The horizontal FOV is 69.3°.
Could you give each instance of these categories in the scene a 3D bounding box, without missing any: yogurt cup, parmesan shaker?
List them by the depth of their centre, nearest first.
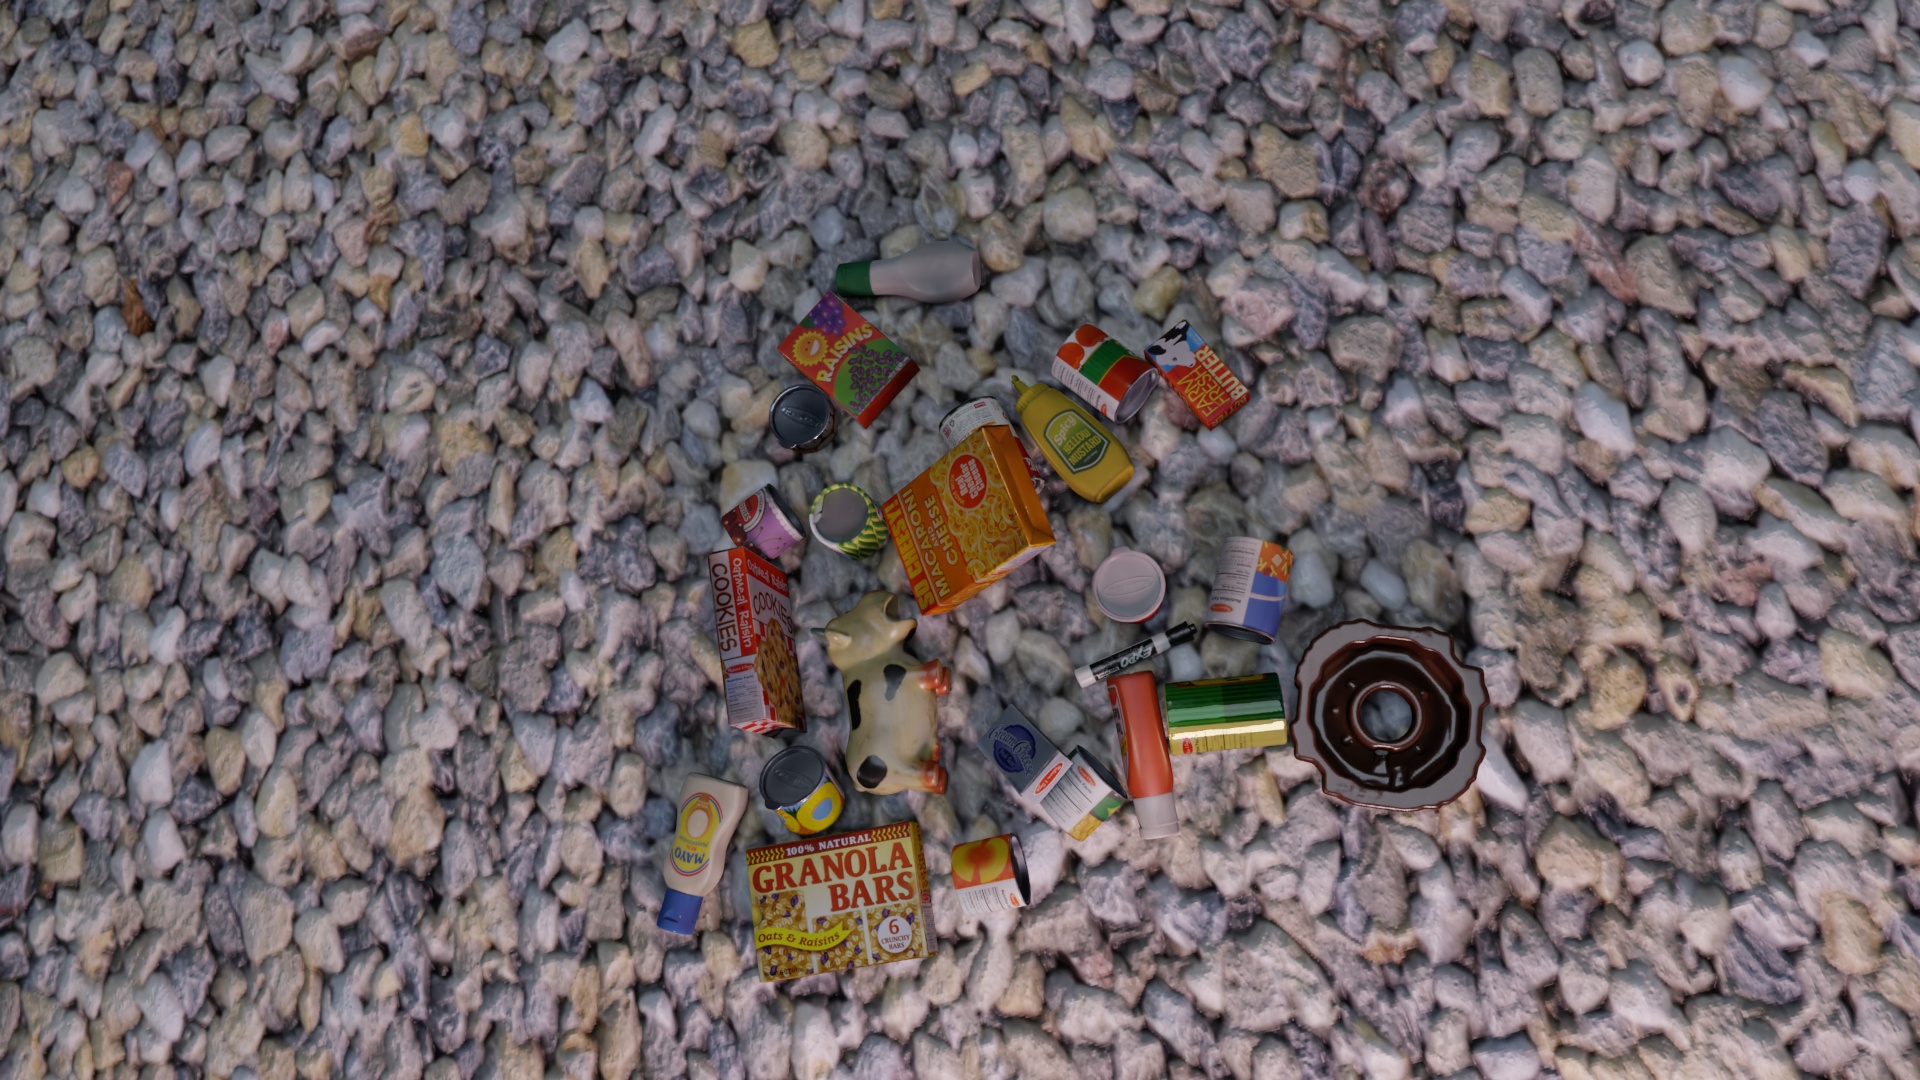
[{"bbox_3d":[0.238,0.157,1.252,0.103,0.071,0.071,-7,75,8],"label":"parmesan shaker"},{"bbox_3d":[0.160,0.047,1.304,0.072,0.054,0.072,-3,75,13],"label":"yogurt cup"}]

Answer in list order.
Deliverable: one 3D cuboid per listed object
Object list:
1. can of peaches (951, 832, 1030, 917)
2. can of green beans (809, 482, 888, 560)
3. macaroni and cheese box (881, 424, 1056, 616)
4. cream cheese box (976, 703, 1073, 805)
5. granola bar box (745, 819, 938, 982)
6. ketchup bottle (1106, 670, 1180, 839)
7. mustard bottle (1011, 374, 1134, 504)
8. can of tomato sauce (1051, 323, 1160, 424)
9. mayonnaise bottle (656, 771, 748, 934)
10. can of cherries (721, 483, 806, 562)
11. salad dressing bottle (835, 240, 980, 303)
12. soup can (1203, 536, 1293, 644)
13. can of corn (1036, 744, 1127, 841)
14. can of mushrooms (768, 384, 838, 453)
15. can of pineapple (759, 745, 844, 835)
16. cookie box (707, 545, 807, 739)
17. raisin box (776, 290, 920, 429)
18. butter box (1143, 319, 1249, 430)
[{"bbox_3d":[0.028,0.303,1.264,0.058,0.071,0.071,-15,73,10],"label":"can of peaches"},{"bbox_3d":[-0.111,-0.019,1.382,0.071,0.057,0.071,-3,75,12],"label":"can of green beans"},{"bbox_3d":[0.005,-0.017,1.316,0.165,0.040,0.124,-35,69,43],"label":"macaroni and cheese box"},{"bbox_3d":[0.057,0.195,1.274,0.053,0.024,0.104,-49,30,-1],"label":"cream cheese box"},{"bbox_3d":[-0.113,0.338,1.300,0.165,0.039,0.124,-12,73,10],"label":"granola bar box"},{"bbox_3d":[0.168,0.194,1.262,0.043,0.064,0.149,-10,82,0],"label":"ketchup bottle"},{"bbox_3d":[0.099,-0.108,1.361,0.065,0.048,0.160,-42,71,-2],"label":"mustard bottle"},{"bbox_3d":[0.142,-0.165,1.358,0.083,0.071,0.071,39,87,20],"label":"can of tomato sauce"},{"bbox_3d":[-0.254,0.302,1.341,0.065,0.041,0.148,12,78,14],"label":"mayonnaise bottle"},{"bbox_3d":[-0.199,-0.016,1.396,0.058,0.071,0.071,-35,71,4],"label":"can of cherries"},{"bbox_3d":[-0.055,-0.276,1.445,0.147,0.044,0.064,-2,77,14],"label":"salad dressing bottle"},{"bbox_3d":[0.267,0.046,1.275,0.071,0.071,0.084,12,78,16],"label":"soup can"},{"bbox_3d":[0.109,0.230,1.262,0.058,0.071,0.071,-45,71,5],"label":"can of corn"},{"bbox_3d":[-0.163,-0.123,1.435,0.071,0.033,0.071,-3,75,12],"label":"can of mushrooms"},{"bbox_3d":[-0.150,0.238,1.313,0.071,0.057,0.071,-12,46,12],"label":"can of pineapple"},{"bbox_3d":[-0.195,0.100,1.337,0.040,0.122,0.168,-13,74,9],"label":"cookie box"},{"bbox_3d":[-0.116,-0.188,1.438,0.123,0.040,0.086,41,89,18],"label":"raisin box"},{"bbox_3d":[0.231,-0.162,1.358,0.053,0.024,0.104,-37,71,1],"label":"butter box"}]
